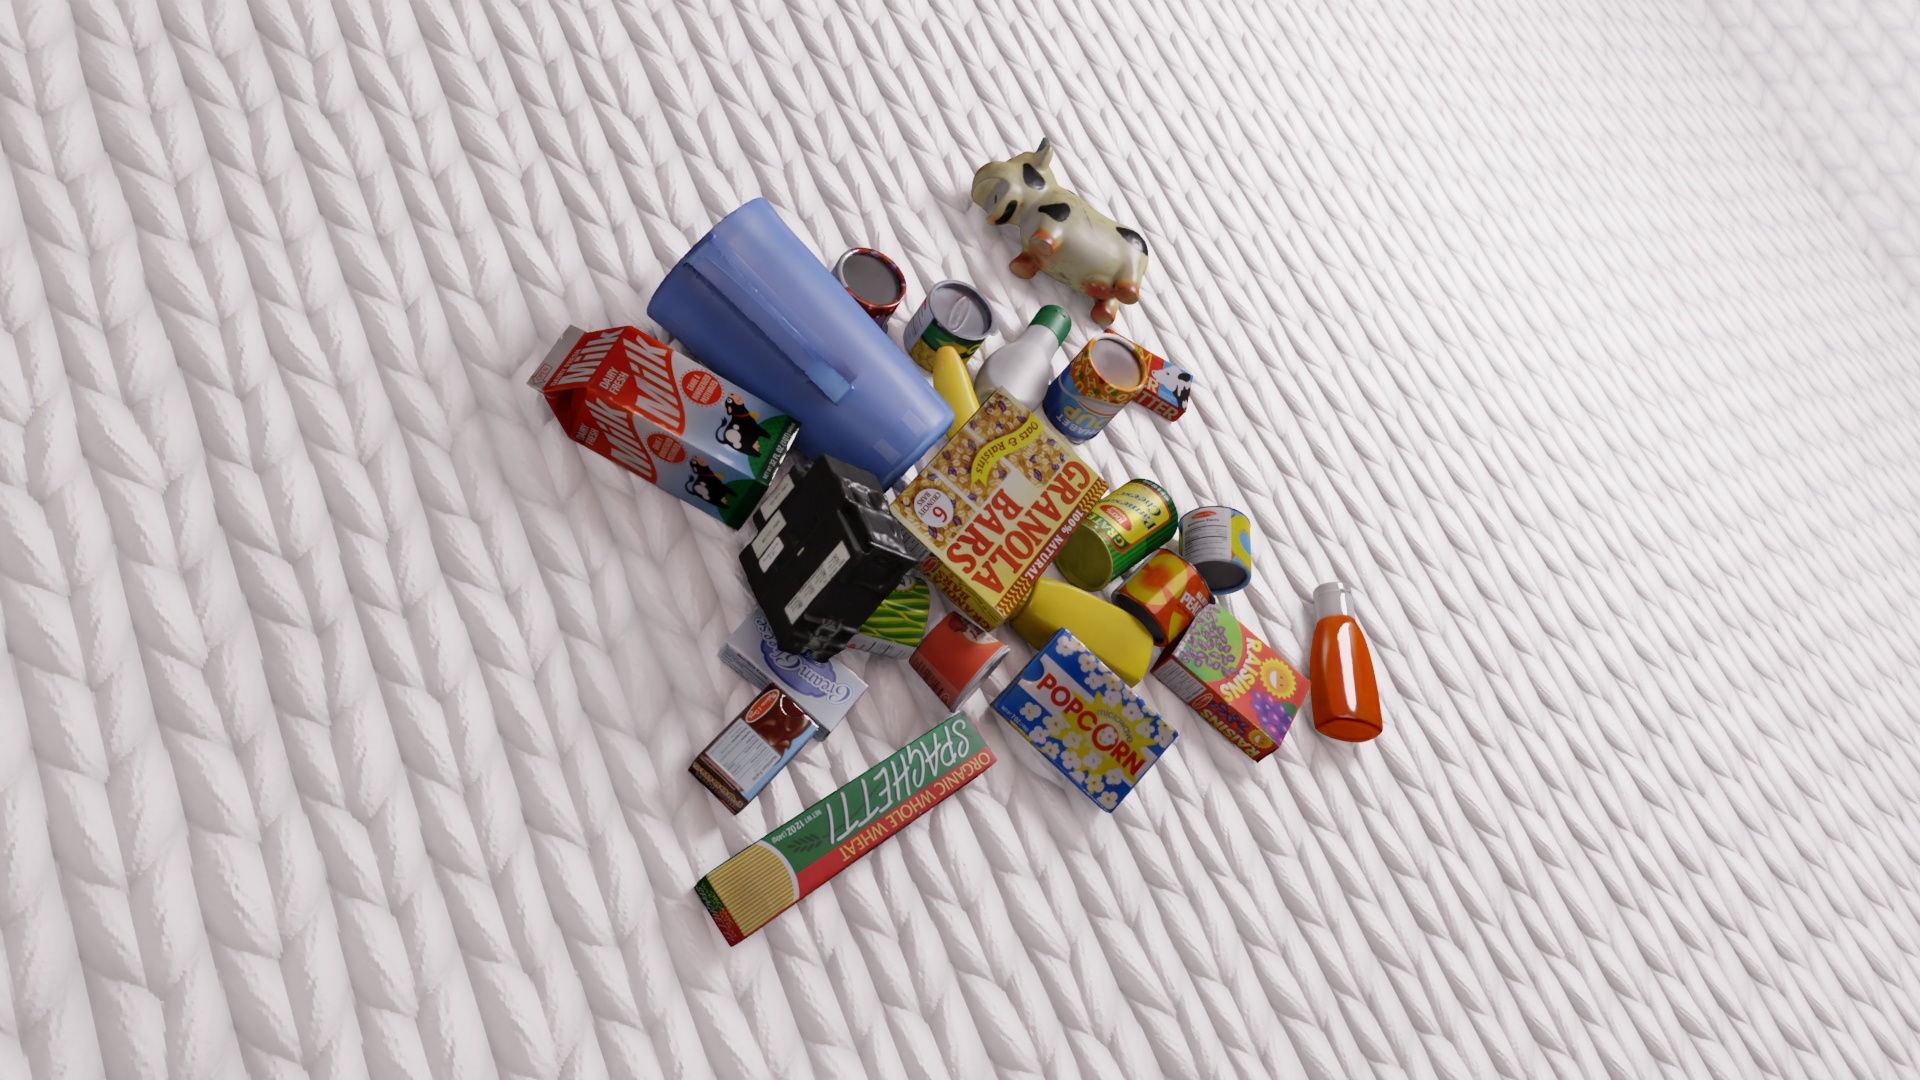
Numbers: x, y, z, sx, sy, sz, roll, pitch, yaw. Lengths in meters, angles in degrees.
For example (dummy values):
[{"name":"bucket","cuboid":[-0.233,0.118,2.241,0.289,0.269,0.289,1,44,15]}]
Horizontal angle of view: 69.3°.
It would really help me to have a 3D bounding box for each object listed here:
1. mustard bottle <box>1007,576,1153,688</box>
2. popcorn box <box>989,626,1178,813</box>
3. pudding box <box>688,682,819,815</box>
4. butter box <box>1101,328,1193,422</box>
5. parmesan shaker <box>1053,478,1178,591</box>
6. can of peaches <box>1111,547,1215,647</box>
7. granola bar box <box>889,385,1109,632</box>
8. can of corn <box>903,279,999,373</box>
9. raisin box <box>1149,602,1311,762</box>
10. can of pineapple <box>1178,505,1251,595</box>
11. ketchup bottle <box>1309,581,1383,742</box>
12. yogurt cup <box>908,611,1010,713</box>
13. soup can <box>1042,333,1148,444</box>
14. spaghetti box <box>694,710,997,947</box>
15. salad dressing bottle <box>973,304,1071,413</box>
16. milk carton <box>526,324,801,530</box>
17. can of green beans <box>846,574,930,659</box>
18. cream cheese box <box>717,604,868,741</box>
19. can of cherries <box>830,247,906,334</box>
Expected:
[{"name":"mustard bottle","cuboid":[0.082,0.066,1.154,0.160,0.048,0.065,30,53,-10]},{"name":"popcorn box","cuboid":[0.097,0.142,1.098,0.127,0.038,0.085,43,83,0]},{"name":"pudding box","cuboid":[-0.146,0.147,0.985,0.049,0.030,0.084,43,50,1]},{"name":"butter box","cuboid":[0.177,-0.163,1.365,0.103,0.024,0.053,27,51,-14]},{"name":"parmesan shaker","cuboid":[0.134,-0.008,1.219,0.103,0.071,0.071,-32,80,-39]},{"name":"can of peaches","cuboid":[0.173,0.051,1.193,0.058,0.071,0.071,-42,87,-18]},{"name":"granola bar box","cuboid":[0.026,-0.027,1.099,0.124,0.039,0.166,42,56,-2]},{"name":"can of corn","cuboid":[-0.009,-0.190,1.253,0.071,0.058,0.071,15,55,-22]},{"name":"raisin box","cuboid":[0.237,0.121,1.215,0.123,0.040,0.086,40,49,-1]},{"name":"can of pineapple","cuboid":[0.232,0.011,1.263,0.071,0.070,0.058,19,55,-19]},{"name":"ketchup bottle","cuboid":[0.352,0.110,1.285,0.065,0.043,0.149,18,54,-21]},{"name":"yogurt cup","cuboid":[-0.003,0.092,1.080,0.054,0.072,0.073,41,49,8]},{"name":"soup can","cuboid":[0.124,-0.139,1.282,0.071,0.083,0.071,14,56,-22]},{"name":"spaghetti box","cuboid":[-0.074,0.199,0.994,0.251,0.028,0.050,-28,79,-38]},{"name":"salad dressing bottle","cuboid":[0.061,-0.166,1.289,0.064,0.043,0.148,36,49,-3]},{"name":"milk carton","cuboid":[-0.228,-0.094,1.059,0.190,0.073,0.073,30,51,-10]},{"name":"can of green beans","cuboid":[-0.063,0.054,1.066,0.058,0.071,0.071,16,55,-22]},{"name":"cream cheese box","cuboid":[-0.124,0.096,1.032,0.104,0.024,0.054,40,51,-2]},{"name":"can of cherries","cuboid":[-0.086,-0.215,1.224,0.071,0.058,0.072,14,56,-22]}]
